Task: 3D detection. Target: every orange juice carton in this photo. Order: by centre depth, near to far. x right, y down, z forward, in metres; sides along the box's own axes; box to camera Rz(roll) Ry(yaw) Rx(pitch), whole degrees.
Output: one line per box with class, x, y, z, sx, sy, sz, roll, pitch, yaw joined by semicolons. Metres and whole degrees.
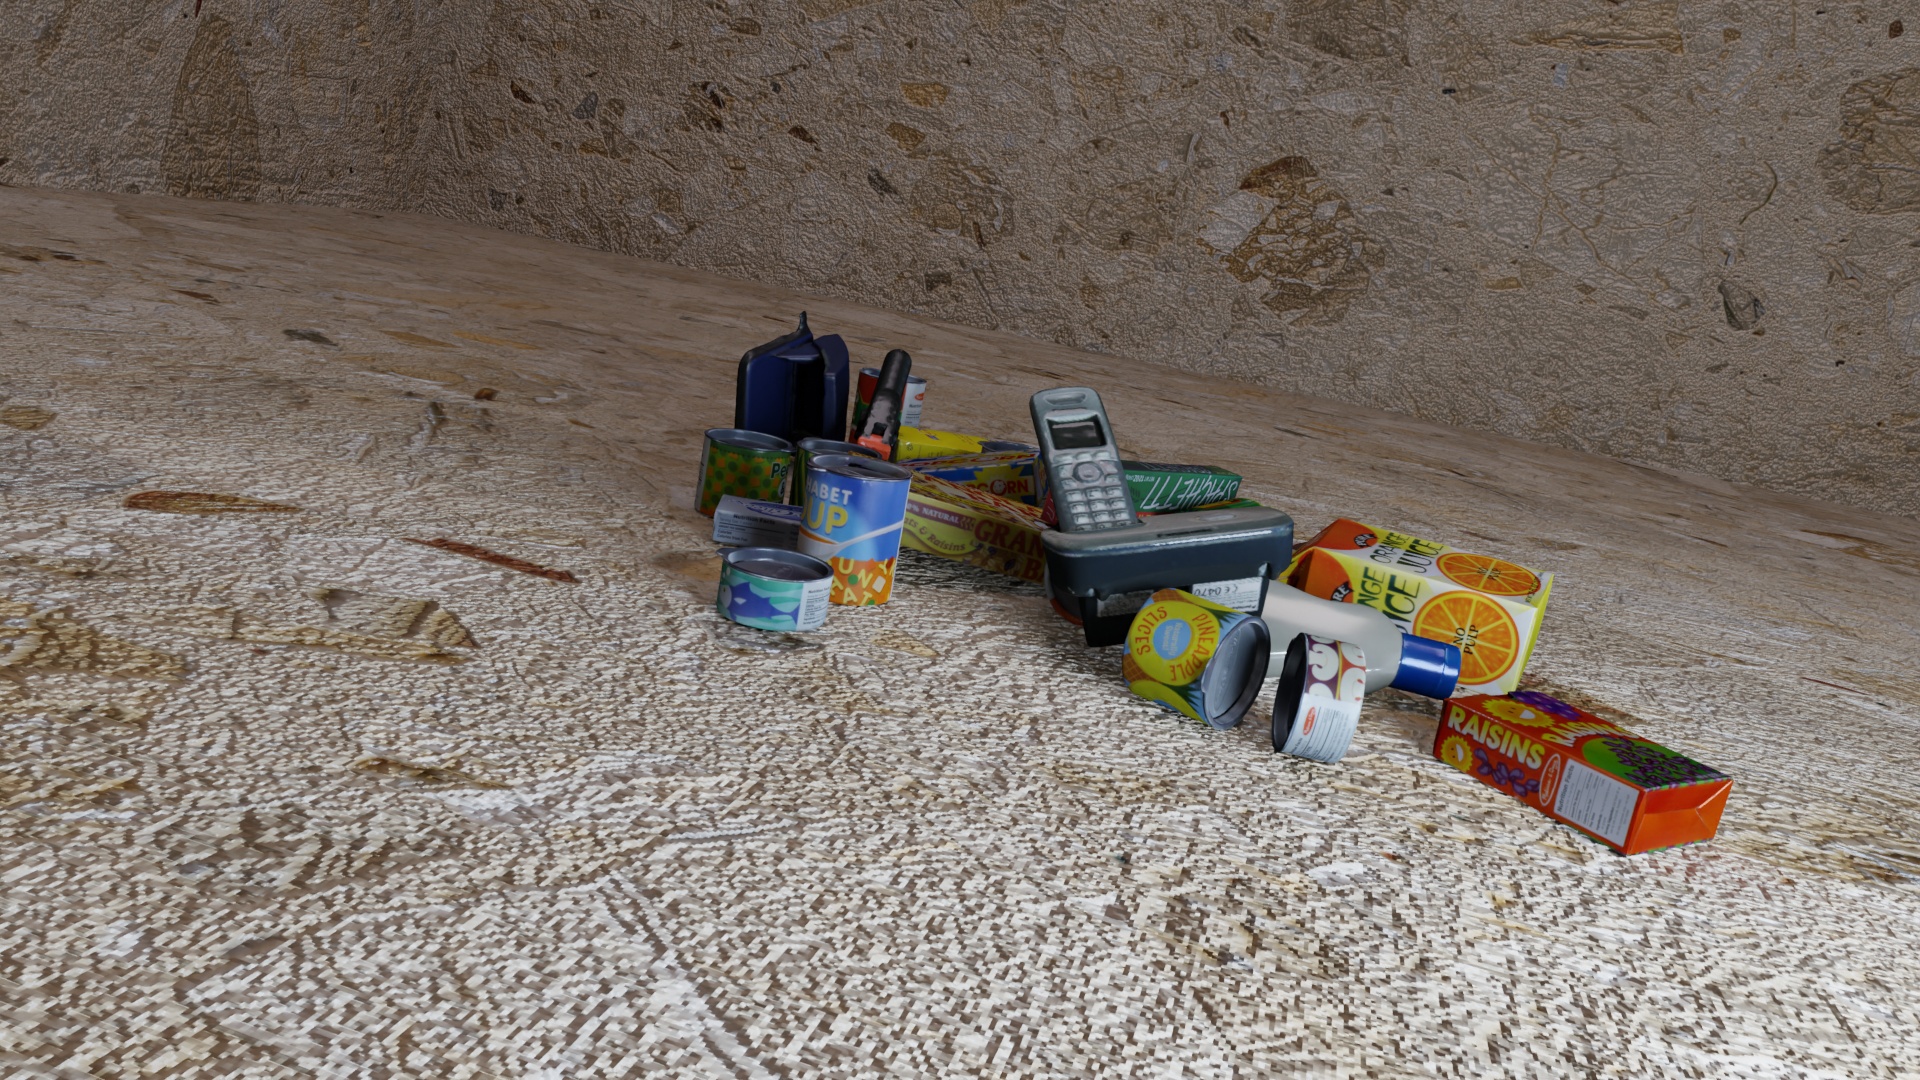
orange juice carton;0.305;0.039;0.978;0.193;0.072;0.072;17;26;25

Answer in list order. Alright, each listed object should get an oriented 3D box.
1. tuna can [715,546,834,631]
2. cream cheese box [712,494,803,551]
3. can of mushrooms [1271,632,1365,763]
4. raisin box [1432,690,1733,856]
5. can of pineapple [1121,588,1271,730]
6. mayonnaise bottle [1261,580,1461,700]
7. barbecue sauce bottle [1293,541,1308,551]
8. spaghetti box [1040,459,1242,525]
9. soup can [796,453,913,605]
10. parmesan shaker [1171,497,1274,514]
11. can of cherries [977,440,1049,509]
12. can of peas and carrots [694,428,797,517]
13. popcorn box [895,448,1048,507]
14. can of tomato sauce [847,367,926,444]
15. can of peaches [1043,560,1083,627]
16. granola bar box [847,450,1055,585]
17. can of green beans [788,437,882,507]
tuna can;-0.112;0.028;0.819;0.071;0.032;0.071;10;13;-2
cream cheese box;-0.120;-0.008;0.979;0.104;0.024;0.053;9;14;-6
can of mushrooms;0.192;0.083;0.747;0.033;0.071;0.071;12;13;3
raisin box;0.335;0.123;0.757;0.086;0.040;0.123;1;16;-33
can of pineapple;0.131;0.065;0.777;0.058;0.070;0.071;20;16;38
mayonnaise bottle;0.238;0.066;0.880;0.148;0.041;0.065;14;55;4
barbecue sauce bottle;0.283;0.026;1.108;0.065;0.043;0.149;26;21;36
spaghetti box;0.149;-0.035;1.088;0.029;0.050;0.250;26;16;34
soup can;-0.072;-0.008;0.886;0.071;0.083;0.071;10;13;-2
parmesan shaker;0.202;0.001;1.083;0.071;0.071;0.103;18;15;30
can of cherries;0.044;-0.052;1.212;0.071;0.058;0.072;9;14;-2
can of peas and carrots;-0.160;-0.048;1.040;0.071;0.058;0.071;11;14;-2
popcorn box;0.004;-0.047;1.137;0.127;0.038;0.085;-4;10;9
can of tomato sauce;-0.074;-0.121;1.353;0.071;0.083;0.071;10;13;-2
can of peaches;0.096;0.022;0.930;0.071;0.071;0.058;14;14;16
granola bar box;0.004;-0.013;1.004;0.165;0.039;0.124;16;10;-24
can of green beans;-0.097;-0.042;1.066;0.071;0.057;0.071;10;13;-2
